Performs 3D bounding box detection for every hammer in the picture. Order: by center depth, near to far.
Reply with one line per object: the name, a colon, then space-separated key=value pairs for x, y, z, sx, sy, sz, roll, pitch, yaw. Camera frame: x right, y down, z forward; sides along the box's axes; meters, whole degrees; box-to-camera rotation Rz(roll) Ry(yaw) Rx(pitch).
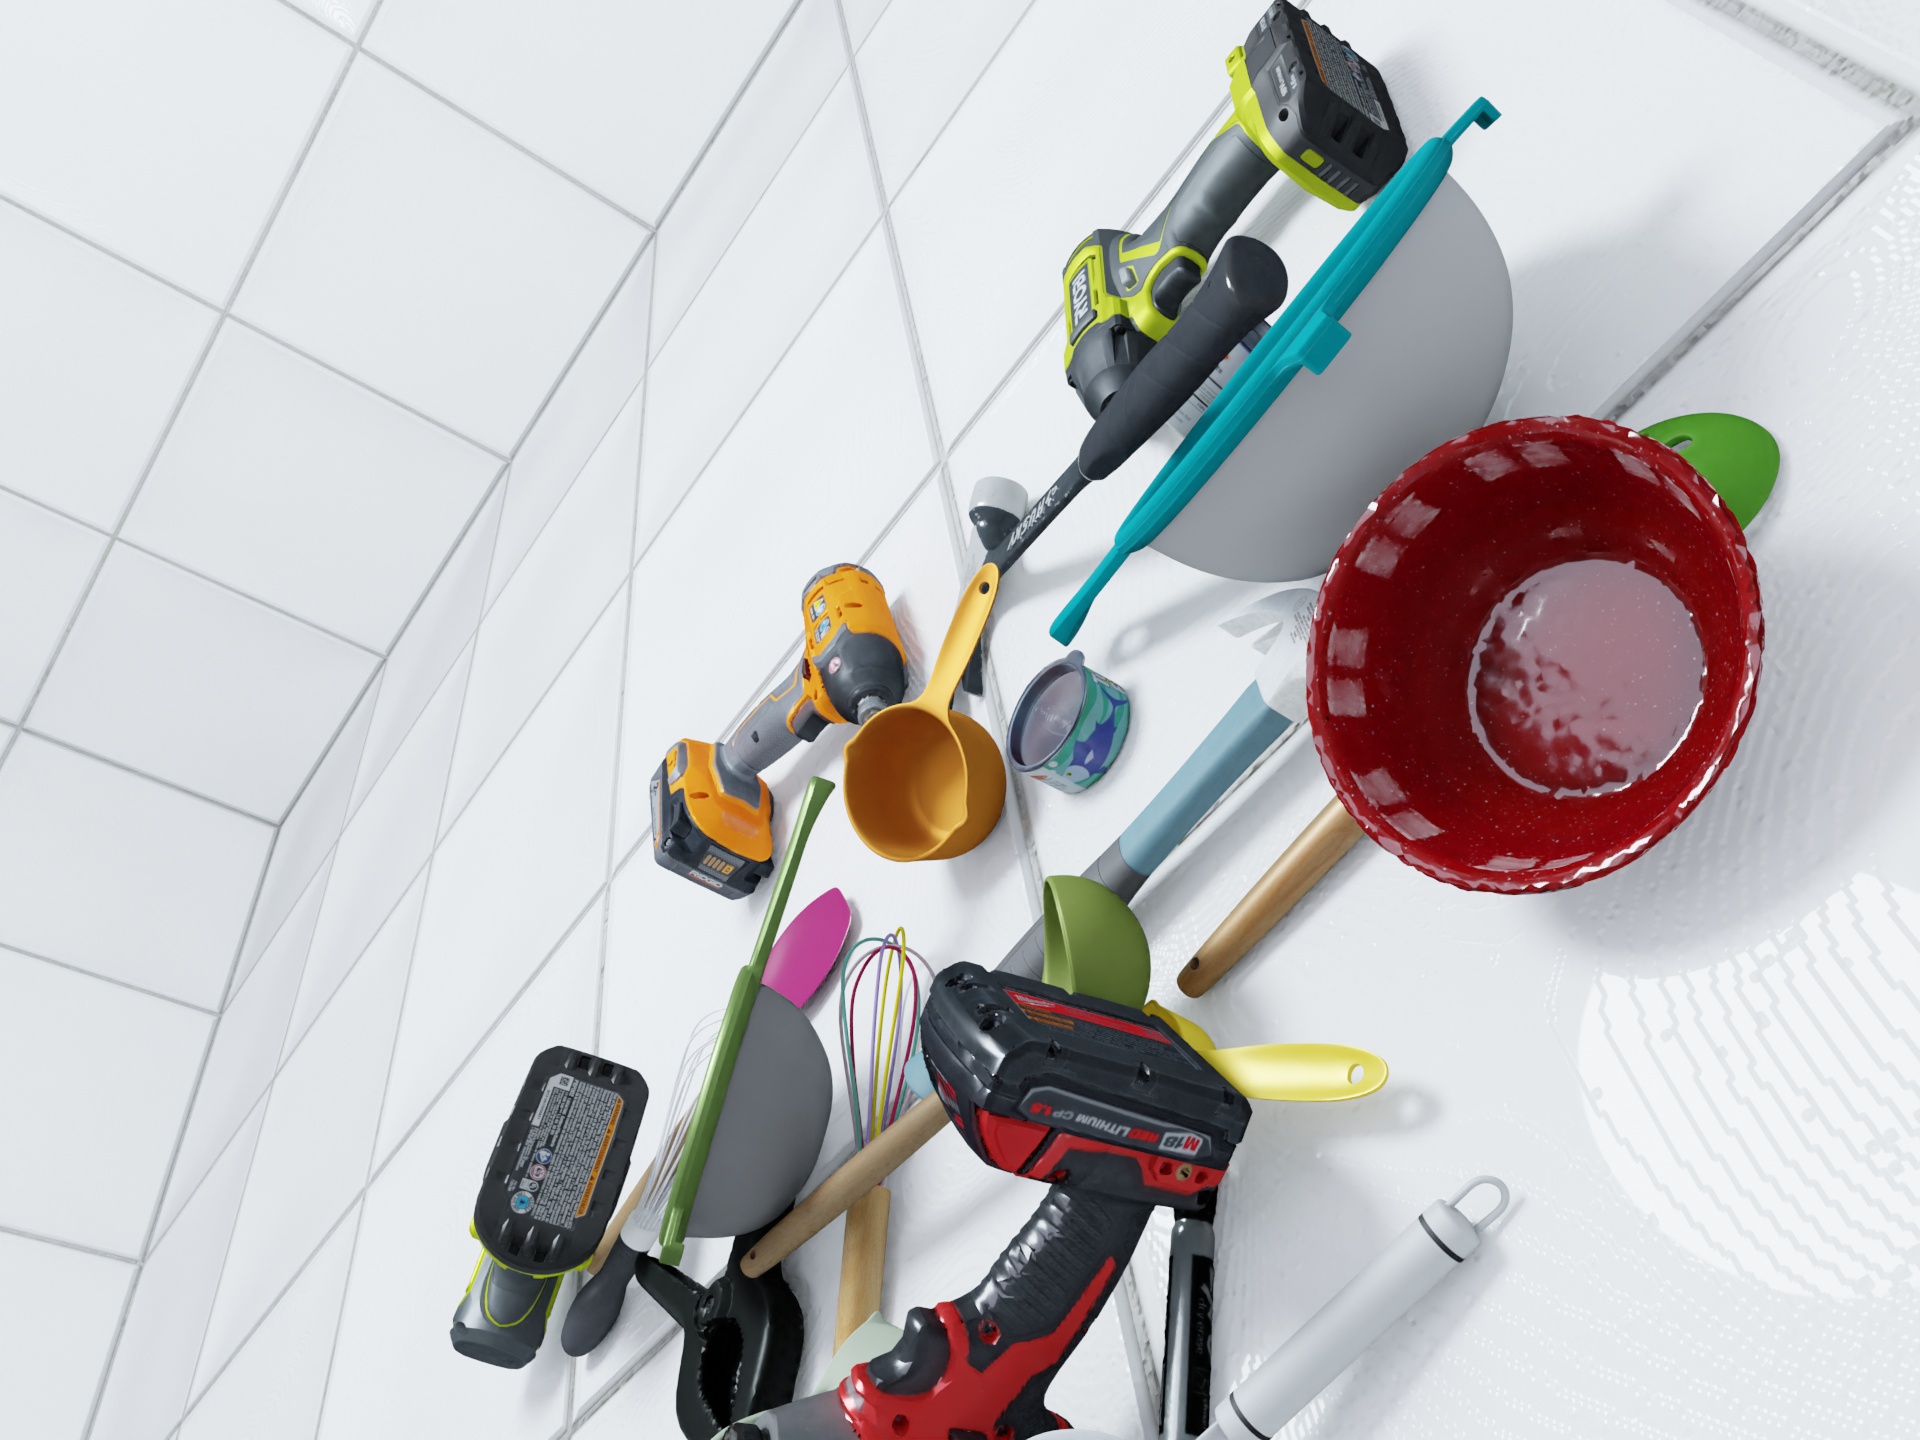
hammer: x=0.073 y=0.072 z=0.735 sx=0.331 sy=0.033 sz=0.128 roll=-52 pitch=18 yaw=26
hammer: x=0.063 y=-0.128 z=0.829 sx=0.409 sy=0.036 sz=0.149 roll=139 pitch=147 yaw=-68

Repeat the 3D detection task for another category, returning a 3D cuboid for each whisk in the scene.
whisk: x=-0.045 y=0.218 z=0.818 sx=0.047 sy=0.051 sz=0.245 roll=-28 pitch=46 yaw=41
whisk: x=-0.184 y=0.291 z=0.984 sx=0.284 sy=0.070 sz=0.070 roll=-59 pitch=26 yaw=18

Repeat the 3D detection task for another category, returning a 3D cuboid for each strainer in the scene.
strainer: x=0.089 y=0.243 z=0.538 sx=0.258 sy=0.087 sz=0.050 roll=-48 pitch=-11 yaw=10
strainer: x=0.142 y=-0.102 z=0.728 sx=0.211 sy=0.095 sz=0.340 roll=-53 pitch=1 yaw=-35
strainer: x=-0.090 y=0.160 z=0.846 sx=0.151 sy=0.069 sz=0.256 roll=135 pitch=152 yaw=-83

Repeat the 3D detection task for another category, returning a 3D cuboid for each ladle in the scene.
ladle: x=-0.024 y=0.180 z=0.732 sx=0.320 sy=0.062 sz=0.078 roll=-46 pitch=36 yaw=31

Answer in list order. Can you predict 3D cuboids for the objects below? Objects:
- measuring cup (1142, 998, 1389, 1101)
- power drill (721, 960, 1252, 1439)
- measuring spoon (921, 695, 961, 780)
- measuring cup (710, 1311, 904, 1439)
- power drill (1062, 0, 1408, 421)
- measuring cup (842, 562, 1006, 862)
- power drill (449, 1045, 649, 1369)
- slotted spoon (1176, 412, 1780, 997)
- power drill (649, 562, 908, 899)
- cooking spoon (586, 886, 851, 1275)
measuring cup: x=0.112 y=0.142 z=0.625 sx=0.156 sy=0.029 sz=0.062 roll=-16 pitch=52 yaw=52
power drill: x=0.006 y=0.211 z=0.591 sx=0.219 sy=0.143 sz=0.079 roll=-69 pitch=22 yaw=6
measuring spoon: x=-0.003 y=-0.004 z=0.980 sx=0.042 sy=0.021 sz=0.129 roll=-46 pitch=22 yaw=27
measuring cup: x=-0.051 y=0.292 z=0.646 sx=0.038 sy=0.167 sz=0.083 roll=14 pitch=83 yaw=25
power drill: x=0.141 y=-0.274 z=0.901 sx=0.223 sy=0.080 sz=0.171 roll=-46 pitch=30 yaw=38
measuring cup: x=-0.001 y=-0.003 z=0.887 sx=0.095 sy=0.052 sz=0.173 roll=28 pitch=101 yaw=34
power drill: x=-0.269 y=0.305 z=1.048 sx=0.228 sy=0.080 sz=0.191 roll=121 pitch=167 yaw=-52
slotted spoon: x=0.185 y=0.003 z=0.622 sx=0.313 sy=0.031 sz=0.070 roll=-52 pitch=32 yaw=24
power drill: x=-0.121 y=0.014 z=1.096 sx=0.226 sy=0.084 sz=0.164 roll=-49 pitch=30 yaw=18
cooking spoon: x=-0.157 y=0.239 z=1.023 sx=0.319 sy=0.017 sz=0.069 roll=-55 pitch=32 yaw=14
